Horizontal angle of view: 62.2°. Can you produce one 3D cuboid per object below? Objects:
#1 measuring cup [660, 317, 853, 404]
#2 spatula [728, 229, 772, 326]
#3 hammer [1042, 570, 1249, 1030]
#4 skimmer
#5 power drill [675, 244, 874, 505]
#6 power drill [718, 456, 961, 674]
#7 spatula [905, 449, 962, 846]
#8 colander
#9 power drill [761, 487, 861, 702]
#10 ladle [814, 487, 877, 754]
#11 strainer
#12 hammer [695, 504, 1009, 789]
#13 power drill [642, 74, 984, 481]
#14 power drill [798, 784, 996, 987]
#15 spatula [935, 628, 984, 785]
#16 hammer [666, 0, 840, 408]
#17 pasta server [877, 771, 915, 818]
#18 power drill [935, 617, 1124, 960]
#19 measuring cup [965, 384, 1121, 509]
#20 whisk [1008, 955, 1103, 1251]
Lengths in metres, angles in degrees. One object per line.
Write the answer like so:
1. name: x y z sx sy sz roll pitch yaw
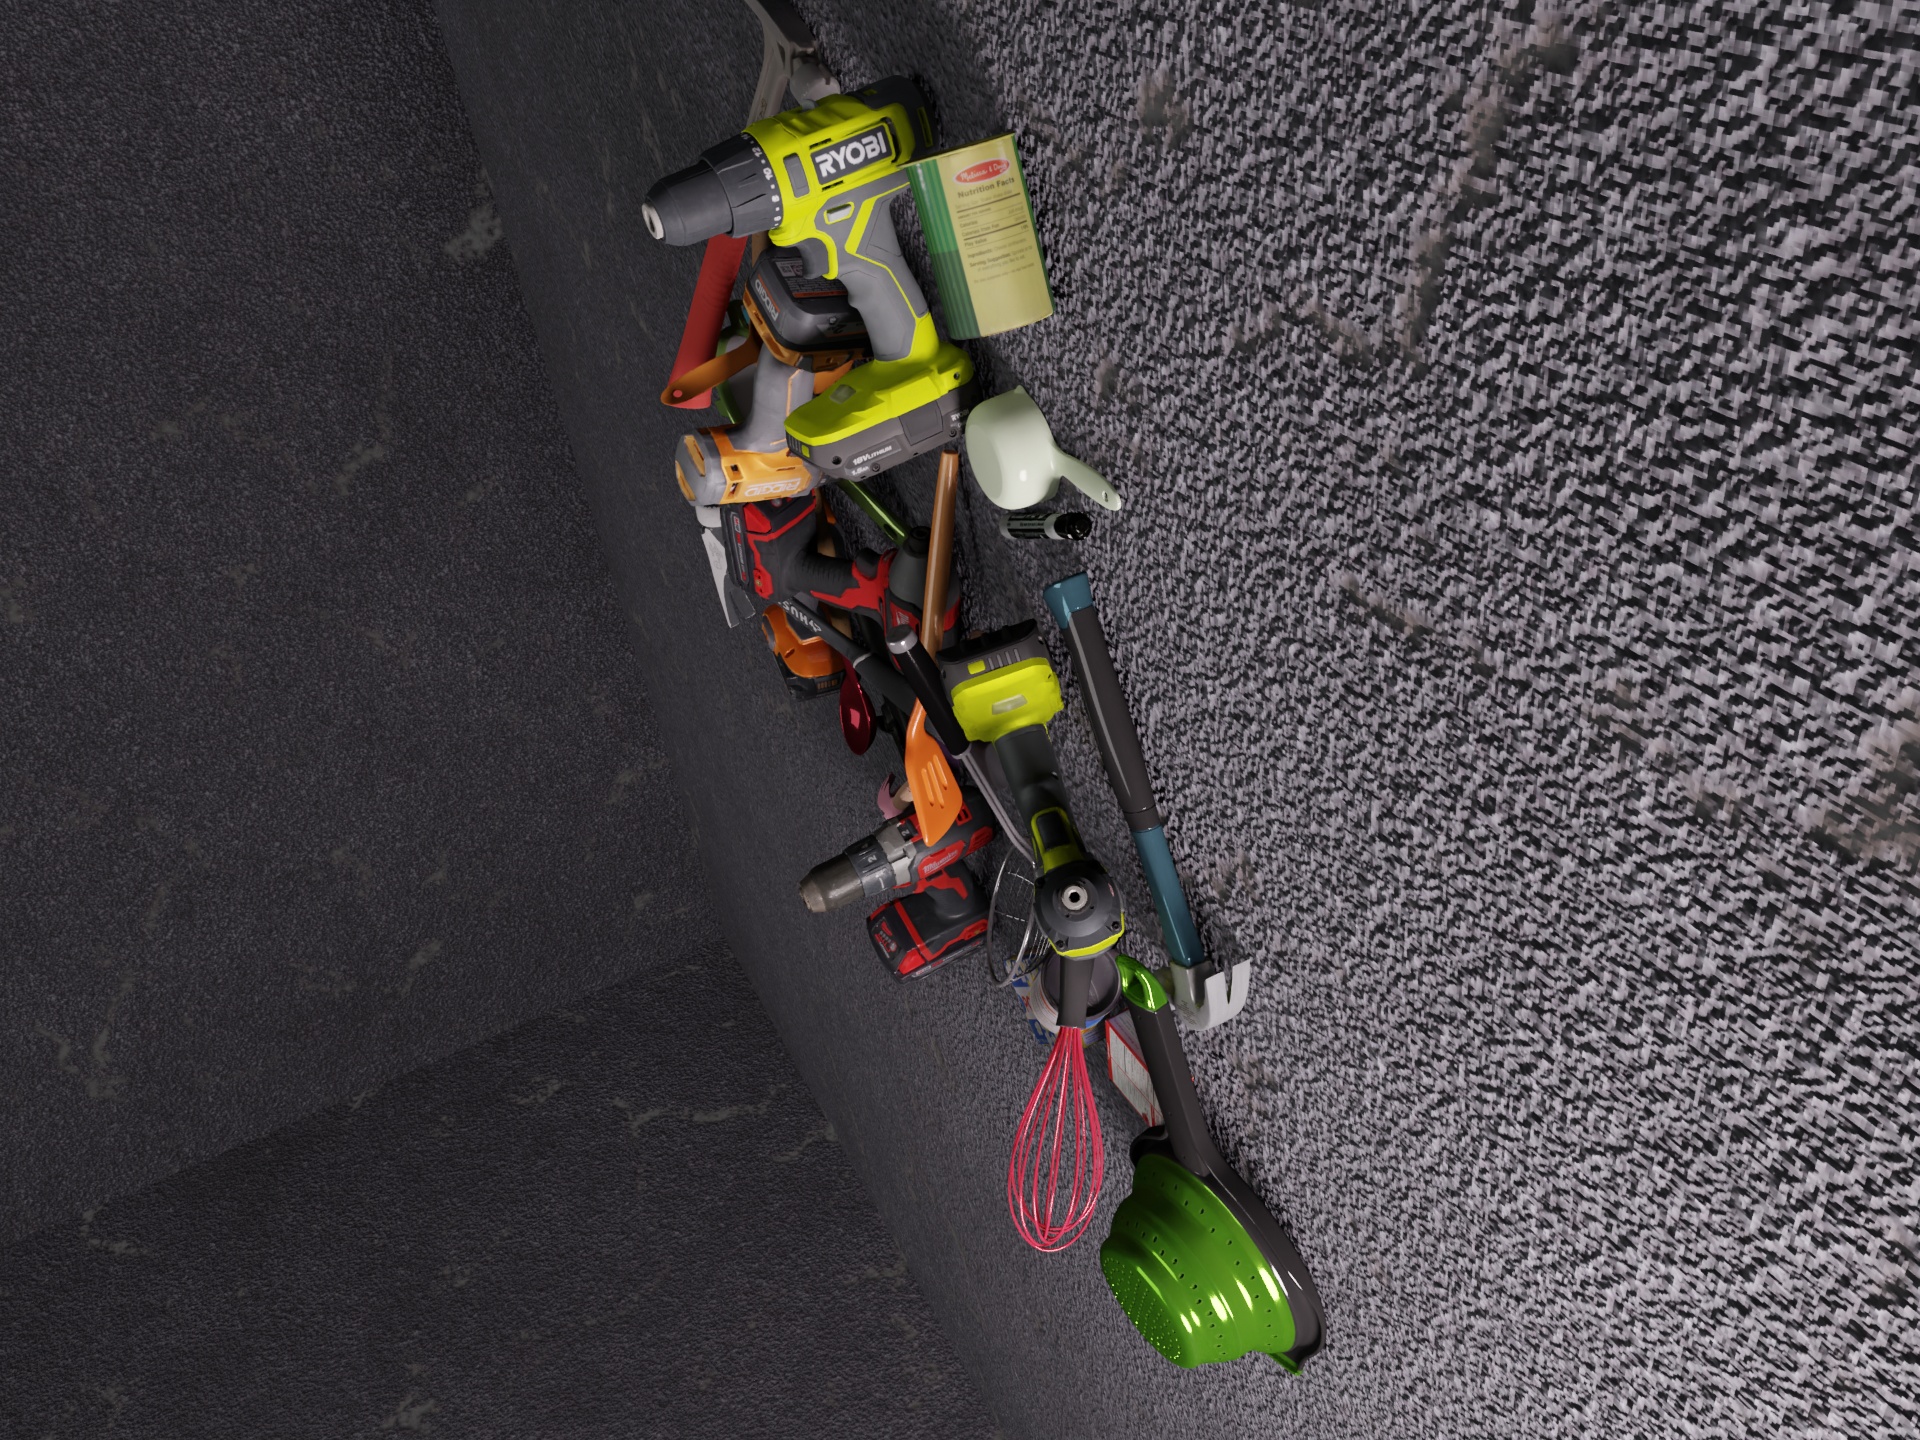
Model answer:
1. measuring cup: -0.162 -0.287 1.280 0.095 0.173 0.052 57 167 10
2. spatula: -0.188 -0.411 1.427 0.317 0.044 0.082 107 142 -63
3. hammer: 0.120 0.058 1.078 0.331 0.033 0.128 71 164 -10
4. skimmer: -0.003 0.071 1.265 0.127 0.090 0.362 -92 -21 -49
5. power drill: -0.104 -0.254 1.208 0.084 0.185 0.226 61 143 21
6. power drill: -0.094 -0.132 1.325 0.220 0.078 0.143 29 143 24
7. spatula: -0.015 -0.056 1.255 0.041 0.081 0.322 15 118 16
8. colander: 0.149 0.351 1.176 0.205 0.094 0.396 24 139 55
9. power drill: -0.150 -0.125 1.591 0.226 0.084 0.164 92 158 -47
10. ladle: -0.113 -0.091 1.483 0.069 0.031 0.315 49 157 43
11. strainer: -0.111 -0.252 1.383 0.256 0.069 0.151 46 153 12
12. hammer: -0.101 -0.060 1.431 0.409 0.036 0.149 38 148 31
13. power drill: -0.087 -0.278 1.032 0.080 0.190 0.228 38 151 55
14. power drill: -0.054 0.164 1.499 0.080 0.188 0.226 57 164 31
15. spatula: -0.002 -0.004 1.406 0.315 0.018 0.060 105 143 -66
16. hammer: -0.188 -0.398 1.270 0.149 0.036 0.358 57 142 25
17. pasta server: -0.050 0.070 1.517 0.060 0.040 0.316 47 170 2
18. power drill: 0.056 0.052 1.098 0.171 0.080 0.223 63 -172 -76
19. measuring cup: 0.049 -0.158 1.011 0.168 0.038 0.083 -134 27 -56
20. whisk: 0.082 0.254 1.219 0.073 0.073 0.296 152 125 -73
